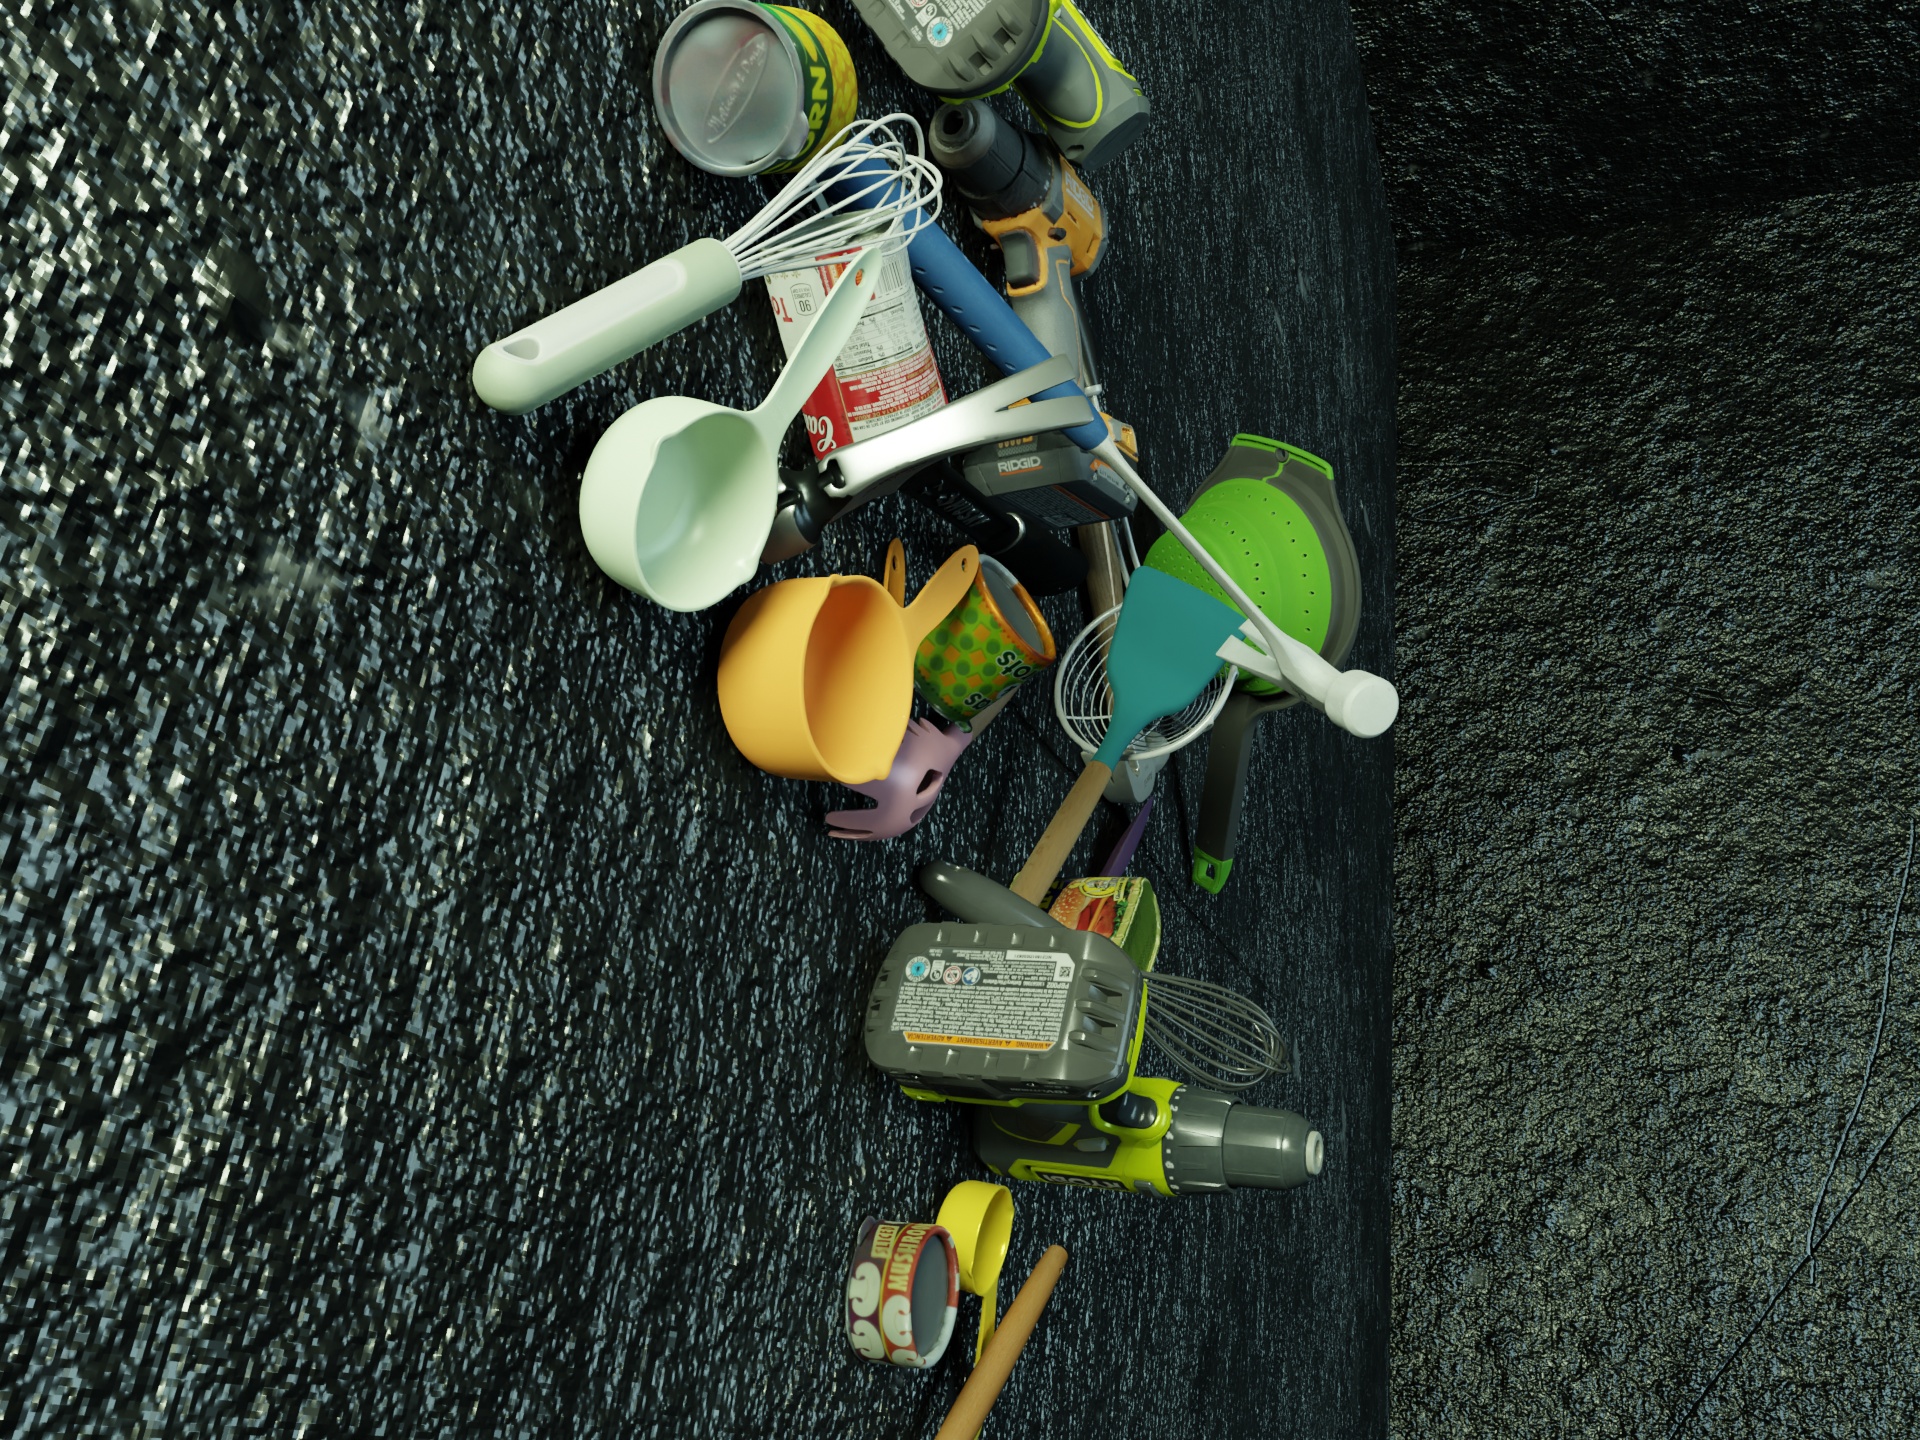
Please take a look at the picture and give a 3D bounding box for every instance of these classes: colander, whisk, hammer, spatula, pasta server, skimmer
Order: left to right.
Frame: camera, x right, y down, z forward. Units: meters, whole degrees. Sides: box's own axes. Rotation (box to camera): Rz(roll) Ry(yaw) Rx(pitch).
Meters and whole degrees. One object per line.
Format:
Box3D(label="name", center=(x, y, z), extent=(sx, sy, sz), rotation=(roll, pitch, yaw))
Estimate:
Box3D(label="whisk", center=(-0.085, -0.171, 0.593), extent=(0.246, 0.058, 0.059), rotation=(-43, 156, -40))
Box3D(label="spatula", center=(-0.003, 0.370, 0.777), extent=(0.323, 0.041, 0.081), rotation=(-43, 138, -55))
Box3D(label="pasta server", center=(-0.001, -0.003, 0.864), extent=(0.316, 0.040, 0.060), rotation=(-48, 155, -68))
Box3D(label="hammer", center=(0.021, -0.103, 0.824), extent=(0.409, 0.149, 0.036), rotation=(6, 62, -77))
Box3D(label="spatula", center=(0.073, 0.041, 0.943), extent=(0.318, 0.082, 0.044), rotation=(-57, 173, -31))
Box3D(label="spatula", center=(0.088, 0.128, 1.082), extent=(0.316, 0.018, 0.059), rotation=(-47, 158, -59))
Box3D(label="skimmer", center=(0.089, -0.156, 1.039), extent=(0.090, 0.127, 0.363), rotation=(-22, 98, -67))
Box3D(label="hammer", center=(0.075, -0.141, 0.838), extent=(0.405, 0.035, 0.144), rotation=(43, -1, -24))
Box3D(label="hammer", center=(0.102, -0.097, 1.137), extent=(0.130, 0.031, 0.331), rotation=(-44, 128, -62))
Box3D(label="whisk", center=(0.080, 0.137, 0.865), extent=(0.239, 0.055, 0.055), rotation=(31, 45, -12))
Box3D(label="colander", center=(0.203, -0.028, 1.295), extent=(0.094, 0.205, 0.396), rotation=(-12, 119, -34))

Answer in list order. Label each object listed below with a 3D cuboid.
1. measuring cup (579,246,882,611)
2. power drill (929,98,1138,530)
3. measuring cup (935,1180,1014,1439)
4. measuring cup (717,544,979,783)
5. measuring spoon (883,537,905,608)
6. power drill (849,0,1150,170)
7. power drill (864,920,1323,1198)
Box3D(label="measuring cup", center=(-0.084, -0.118, 0.598), extent=(0.168, 0.038, 0.083), rotation=(-60, 151, -18))
Box3D(label="power drill", center=(0.040, -0.241, 0.941), extent=(0.185, 0.084, 0.226), rotation=(12, 72, -65))
Box3D(label="measuring cup", center=(0.002, 0.320, 0.857), extent=(0.062, 0.029, 0.156), rotation=(-32, 128, -63))
Box3D(label="measuring cup", center=(-0.046, -0.038, 0.708), extent=(0.174, 0.052, 0.095), rotation=(-51, 134, -51))
Box3D(label="measuring spoon", center=(-0.040, -0.043, 0.809), extent=(0.021, 0.011, 0.117), rotation=(51, 38, -54))
Box3D(label="power drill", center=(0.011, -0.386, 0.843), extent=(0.171, 0.080, 0.223), rotation=(54, 22, 3))
Box3D(label="power drill", center=(0.070, 0.187, 0.816), extent=(0.228, 0.190, 0.080), rotation=(52, 45, -49))
